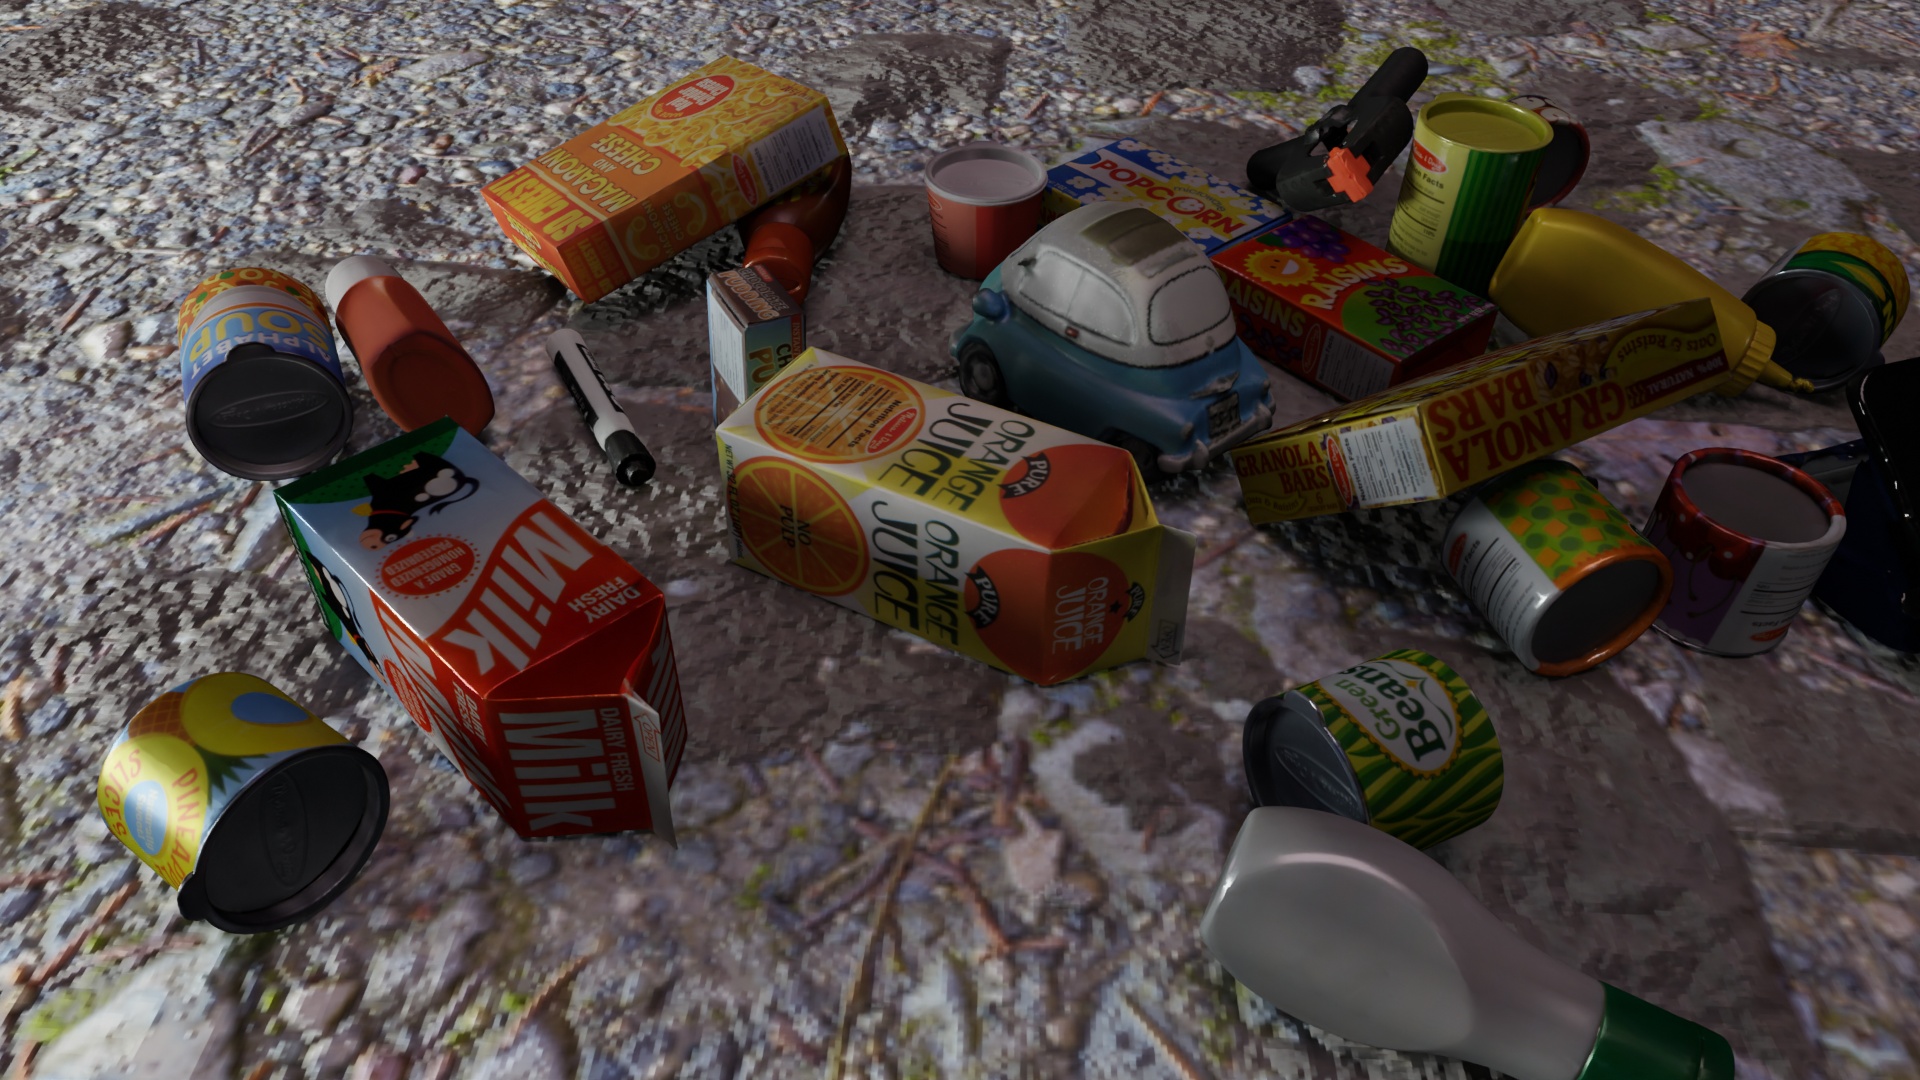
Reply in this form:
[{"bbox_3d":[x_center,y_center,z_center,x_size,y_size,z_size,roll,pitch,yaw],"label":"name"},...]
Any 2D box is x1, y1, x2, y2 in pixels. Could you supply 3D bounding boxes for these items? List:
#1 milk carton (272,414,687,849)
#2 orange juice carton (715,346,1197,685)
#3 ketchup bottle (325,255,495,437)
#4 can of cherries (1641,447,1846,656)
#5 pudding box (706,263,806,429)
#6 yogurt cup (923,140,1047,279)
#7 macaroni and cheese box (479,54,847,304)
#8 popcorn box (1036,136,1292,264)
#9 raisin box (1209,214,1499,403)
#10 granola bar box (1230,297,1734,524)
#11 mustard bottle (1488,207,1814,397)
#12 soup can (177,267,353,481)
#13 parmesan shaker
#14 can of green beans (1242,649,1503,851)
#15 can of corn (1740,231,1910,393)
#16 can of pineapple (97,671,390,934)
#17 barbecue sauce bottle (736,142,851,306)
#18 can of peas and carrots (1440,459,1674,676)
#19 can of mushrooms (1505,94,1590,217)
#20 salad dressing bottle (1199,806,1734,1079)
[{"bbox_3d":[-0.163,0.035,0.503,0.074,0.072,0.191,-32,51,-33],"label":"milk carton"},{"bbox_3d":[0.002,-0.007,0.558,0.193,0.071,0.073,20,44,21],"label":"orange juice carton"},{"bbox_3d":[-0.270,-0.098,0.666,0.043,0.064,0.149,-40,43,-9],"label":"ketchup bottle"},{"bbox_3d":[0.312,0.002,0.567,0.071,0.058,0.072,1,41,-1],"label":"can of cherries"},{"bbox_3d":[-0.092,-0.075,0.626,0.030,0.083,0.050,-17,43,-24],"label":"pudding box"},{"bbox_3d":[0.013,-0.182,0.776,0.072,0.053,0.073,1,41,-1],"label":"yogurt cup"},{"bbox_3d":[-0.164,-0.202,0.765,0.167,0.040,0.124,-35,42,-17],"label":"macaroni and cheese box"},{"bbox_3d":[0.112,-0.180,0.790,0.085,0.038,0.127,-31,50,-30],"label":"popcorn box"},{"bbox_3d":[0.198,-0.118,0.719,0.086,0.039,0.123,-28,50,-30],"label":"raisin box"},{"bbox_3d":[0.218,-0.055,0.593,0.166,0.039,0.124,-20,4,-23],"label":"granola bar box"},{"bbox_3d":[0.349,-0.109,0.695,0.160,0.065,0.049,27,31,3],"label":"mustard bottle"},{"bbox_3d":[-0.318,-0.080,0.632,0.071,0.071,0.084,-17,44,-20],"label":"soup can"},{"bbox_3d":[0.264,-0.175,0.739,0.071,0.102,0.072,1,41,-1],"label":"parmesan shaker"},{"bbox_3d":[0.139,0.076,0.470,0.058,0.071,0.071,-17,44,-21],"label":"can of green beans"},{"bbox_3d":[0.438,-0.114,0.702,0.071,0.070,0.058,31,48,30],"label":"can of corn"},{"bbox_3d":[-0.232,0.084,0.448,0.058,0.070,0.071,25,46,26],"label":"can of pineapple"},{"bbox_3d":[-0.097,-0.180,0.777,0.065,0.043,0.149,-3,41,3],"label":"barbecue sauce bottle"},{"bbox_3d":[0.237,0.010,0.549,0.071,0.070,0.059,-10,43,-13],"label":"can of peas and carrots"},{"bbox_3d":[0.341,-0.230,0.833,0.071,0.070,0.033,-7,42,-10],"label":"can of mushrooms"},{"bbox_3d":[0.148,0.131,0.414,0.148,0.064,0.044,24,26,13],"label":"salad dressing bottle"}]
